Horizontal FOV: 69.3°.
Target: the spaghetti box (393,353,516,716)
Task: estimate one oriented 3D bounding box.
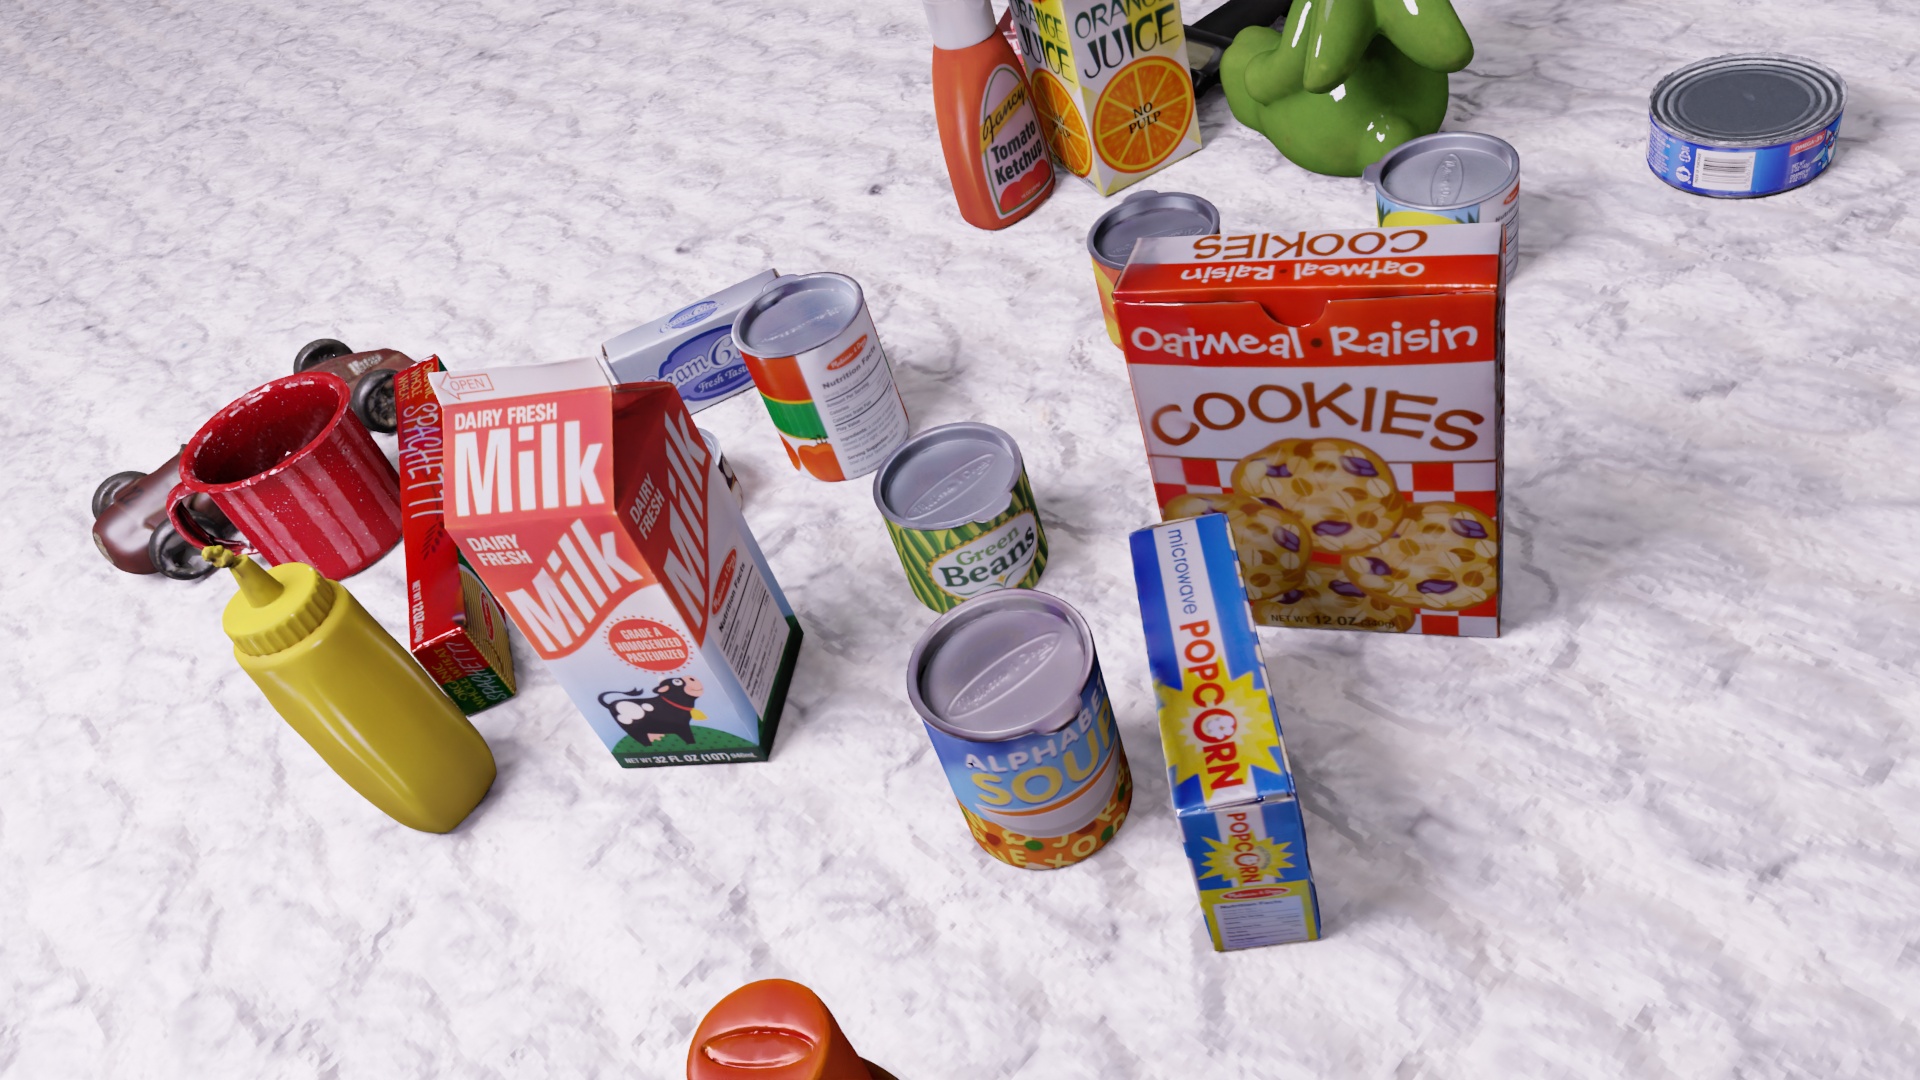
[{"bbox_3d":[-0.264,-0.013,0.718,0.029,0.050,0.251,-24,43,-5],"label":"spaghetti box"}]

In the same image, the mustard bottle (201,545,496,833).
[{"bbox_3d":[-0.249,0.056,0.560,0.065,0.159,0.049,13,52,31],"label":"mustard bottle"}]

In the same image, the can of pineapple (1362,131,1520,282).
[{"bbox_3d":[0.235,-0.157,0.676,0.071,0.057,0.071,-11,43,10],"label":"can of pineapple"}]

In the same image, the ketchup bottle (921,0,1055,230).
[{"bbox_3d":[0.011,-0.255,0.793,0.043,0.148,0.065,27,60,39],"label":"ketchup bottle"}]

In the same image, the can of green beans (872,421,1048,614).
[{"bbox_3d":[0.001,-0.009,0.610,0.071,0.057,0.071,-11,43,10],"label":"can of green beans"}]

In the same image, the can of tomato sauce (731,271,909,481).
[{"bbox_3d":[-0.069,-0.081,0.692,0.071,0.082,0.071,-11,43,10],"label":"can of tomato sauce"}]

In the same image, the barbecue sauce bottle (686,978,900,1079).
[{"bbox_3d":[-0.028,0.169,0.370,0.065,0.147,0.044,-5,44,16],"label":"barbecue sauce bottle"}]

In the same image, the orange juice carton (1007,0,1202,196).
[{"bbox_3d":[0.075,-0.302,0.785,0.073,0.191,0.072,-29,43,-10],"label":"orange juice carton"}]

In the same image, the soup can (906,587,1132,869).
[{"bbox_3d":[0.025,0.071,0.499,0.071,0.083,0.072,-11,43,10],"label":"soup can"}]

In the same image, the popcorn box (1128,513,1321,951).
[{"bbox_3d":[0.090,0.064,0.481,0.038,0.084,0.127,-12,43,9],"label":"popcorn box"}]

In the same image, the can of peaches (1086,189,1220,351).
[{"bbox_3d":[0.101,-0.135,0.703,0.071,0.057,0.071,-11,43,10],"label":"can of peaches"}]

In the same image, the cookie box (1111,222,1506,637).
[{"bbox_3d":[0.132,-0.034,0.506,0.123,0.166,0.040,2,47,22],"label":"cookie box"}]

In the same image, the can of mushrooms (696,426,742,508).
[{"bbox_3d":[-0.145,-0.022,0.695,0.071,0.033,0.071,-10,43,10],"label":"can of mushrooms"}]

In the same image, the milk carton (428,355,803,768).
[{"bbox_3d":[-0.133,0.005,0.547,0.072,0.189,0.074,-5,45,16],"label":"milk carton"}]

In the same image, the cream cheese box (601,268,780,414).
[{"bbox_3d":[-0.138,-0.104,0.762,0.104,0.053,0.024,-25,43,-5],"label":"cream cheese box"}]
